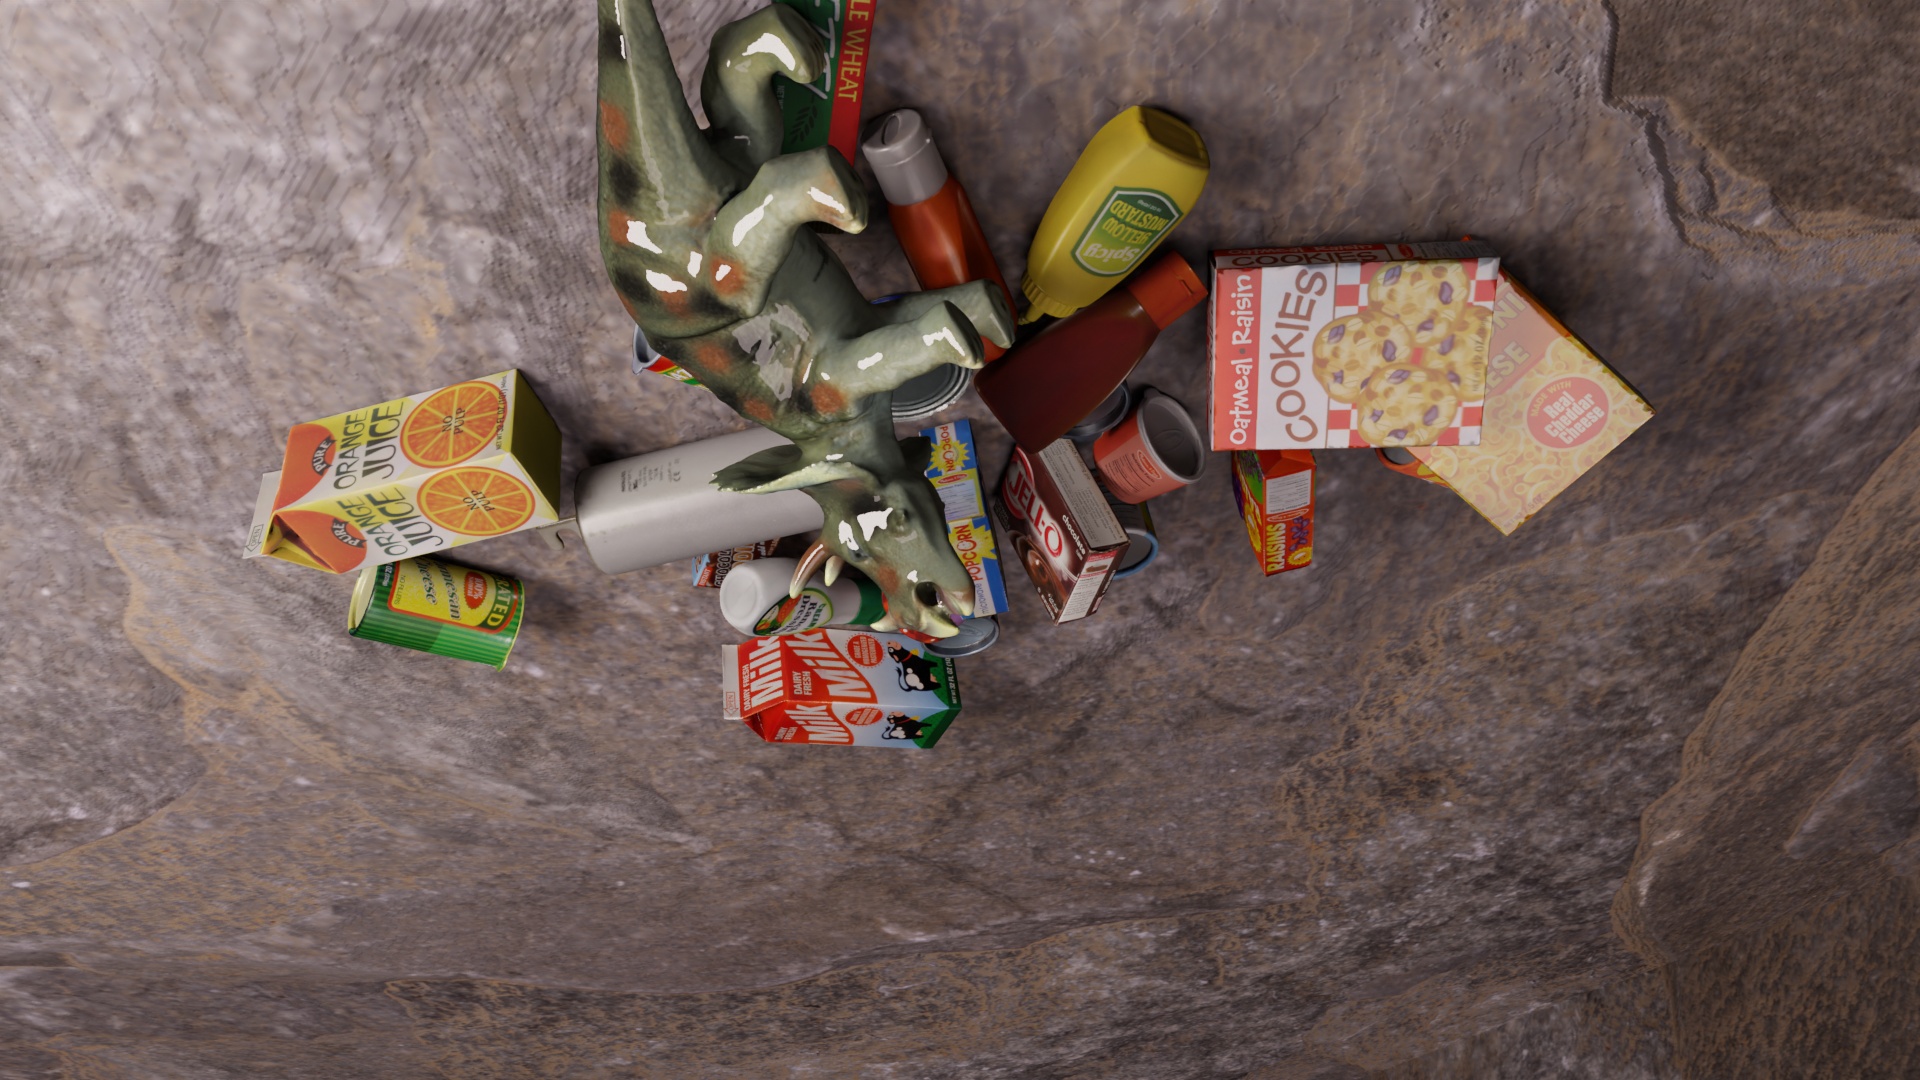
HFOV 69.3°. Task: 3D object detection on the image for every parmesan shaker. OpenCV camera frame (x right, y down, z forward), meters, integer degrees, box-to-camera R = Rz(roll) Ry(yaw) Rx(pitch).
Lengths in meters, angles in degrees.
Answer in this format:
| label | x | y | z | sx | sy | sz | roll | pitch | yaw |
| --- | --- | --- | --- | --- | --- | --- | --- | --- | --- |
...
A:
| label | x | y | z | sx | sy | sz | roll | pitch | yaw |
| --- | --- | --- | --- | --- | --- | --- | --- | --- | --- |
| parmesan shaker | -0.373 | 0.050 | 0.989 | 0.103 | 0.071 | 0.071 | 18 | 136 | -33 |

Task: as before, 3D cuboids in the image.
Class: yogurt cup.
| label | x | y | z | sx | sy | sz | roll | pitch | yaw |
| --- | --- | --- | --- | --- | --- | --- | --- | --- | --- |
| yogurt cup | 0.129 | -0.061 | 0.966 | 0.072 | 0.073 | 0.053 | 22 | 142 | -36 |

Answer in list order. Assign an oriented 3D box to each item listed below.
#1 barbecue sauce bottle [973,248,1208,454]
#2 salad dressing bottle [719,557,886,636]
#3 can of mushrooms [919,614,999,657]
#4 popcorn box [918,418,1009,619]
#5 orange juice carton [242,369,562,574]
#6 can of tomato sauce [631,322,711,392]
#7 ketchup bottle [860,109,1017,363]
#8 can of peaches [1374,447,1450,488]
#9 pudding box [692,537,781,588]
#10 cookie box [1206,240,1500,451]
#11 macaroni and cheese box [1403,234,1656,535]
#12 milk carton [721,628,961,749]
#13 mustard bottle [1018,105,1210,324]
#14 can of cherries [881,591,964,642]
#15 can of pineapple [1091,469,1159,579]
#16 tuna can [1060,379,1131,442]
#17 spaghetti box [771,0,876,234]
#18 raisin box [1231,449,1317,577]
| label | x | y | z | sx | sy | sz | roll | pitch | yaw |
| --- | --- | --- | --- | --- | --- | --- | --- | --- | --- |
| barbecue sauce bottle | 0.083 | -0.120 | 0.859 | 0.148 | 0.044 | 0.064 | -37 | 113 | 9 |
| salad dressing bottle | -0.111 | 0.044 | 1.036 | 0.148 | 0.044 | 0.064 | 6 | 130 | -53 |
| can of mushrooms | -0.001 | 0.064 | 1.131 | 0.071 | 0.033 | 0.070 | -6 | 144 | -4 |
| popcorn box | 0.004 | -0.012 | 0.982 | 0.038 | 0.085 | 0.126 | -11 | 145 | 3 |
| orange juice carton | -0.355 | -0.038 | 0.872 | 0.193 | 0.072 | 0.072 | -13 | 144 | 4 |
| can of tomato sauce | -0.141 | -0.117 | 0.815 | 0.083 | 0.071 | 0.071 | 18 | 136 | -34 |
| ketchup bottle | -0.011 | -0.171 | 0.783 | 0.043 | 0.065 | 0.148 | -10 | 137 | 18 |
| can of peaches | 0.338 | -0.074 | 0.993 | 0.058 | 0.071 | 0.071 | 14 | 138 | -28 |
| pudding box | -0.162 | 0.001 | 1.008 | 0.050 | 0.030 | 0.083 | 8 | 141 | -23 |
| cookie box | 0.239 | -0.120 | 0.865 | 0.167 | 0.040 | 0.122 | -1 | 118 | 6 |
| macaroni and cheese box | 0.344 | -0.099 | 0.909 | 0.166 | 0.040 | 0.123 | 37 | 116 | -13 |
| milk carton | -0.103 | 0.122 | 1.154 | 0.191 | 0.072 | 0.073 | 7 | 142 | -21 |
| mustard bottle | 0.077 | -0.175 | 0.805 | 0.065 | 0.049 | 0.159 | 13 | 138 | -27 |
| can of cherries | -0.020 | 0.038 | 1.059 | 0.071 | 0.072 | 0.058 | 16 | 138 | -31 |
| can of pineapple | 0.110 | -0.010 | 1.034 | 0.071 | 0.058 | 0.070 | -7 | 145 | -5 |
| tuna can | 0.079 | -0.099 | 0.925 | 0.071 | 0.033 | 0.070 | -6 | 144 | -5 |
| spaghetti box | -0.068 | -0.253 | 0.680 | 0.050 | 0.029 | 0.248 | 0 | 143 | -13 |
| raisin box | 0.222 | -0.044 | 0.990 | 0.040 | 0.086 | 0.122 | -14 | 144 | 3 |
